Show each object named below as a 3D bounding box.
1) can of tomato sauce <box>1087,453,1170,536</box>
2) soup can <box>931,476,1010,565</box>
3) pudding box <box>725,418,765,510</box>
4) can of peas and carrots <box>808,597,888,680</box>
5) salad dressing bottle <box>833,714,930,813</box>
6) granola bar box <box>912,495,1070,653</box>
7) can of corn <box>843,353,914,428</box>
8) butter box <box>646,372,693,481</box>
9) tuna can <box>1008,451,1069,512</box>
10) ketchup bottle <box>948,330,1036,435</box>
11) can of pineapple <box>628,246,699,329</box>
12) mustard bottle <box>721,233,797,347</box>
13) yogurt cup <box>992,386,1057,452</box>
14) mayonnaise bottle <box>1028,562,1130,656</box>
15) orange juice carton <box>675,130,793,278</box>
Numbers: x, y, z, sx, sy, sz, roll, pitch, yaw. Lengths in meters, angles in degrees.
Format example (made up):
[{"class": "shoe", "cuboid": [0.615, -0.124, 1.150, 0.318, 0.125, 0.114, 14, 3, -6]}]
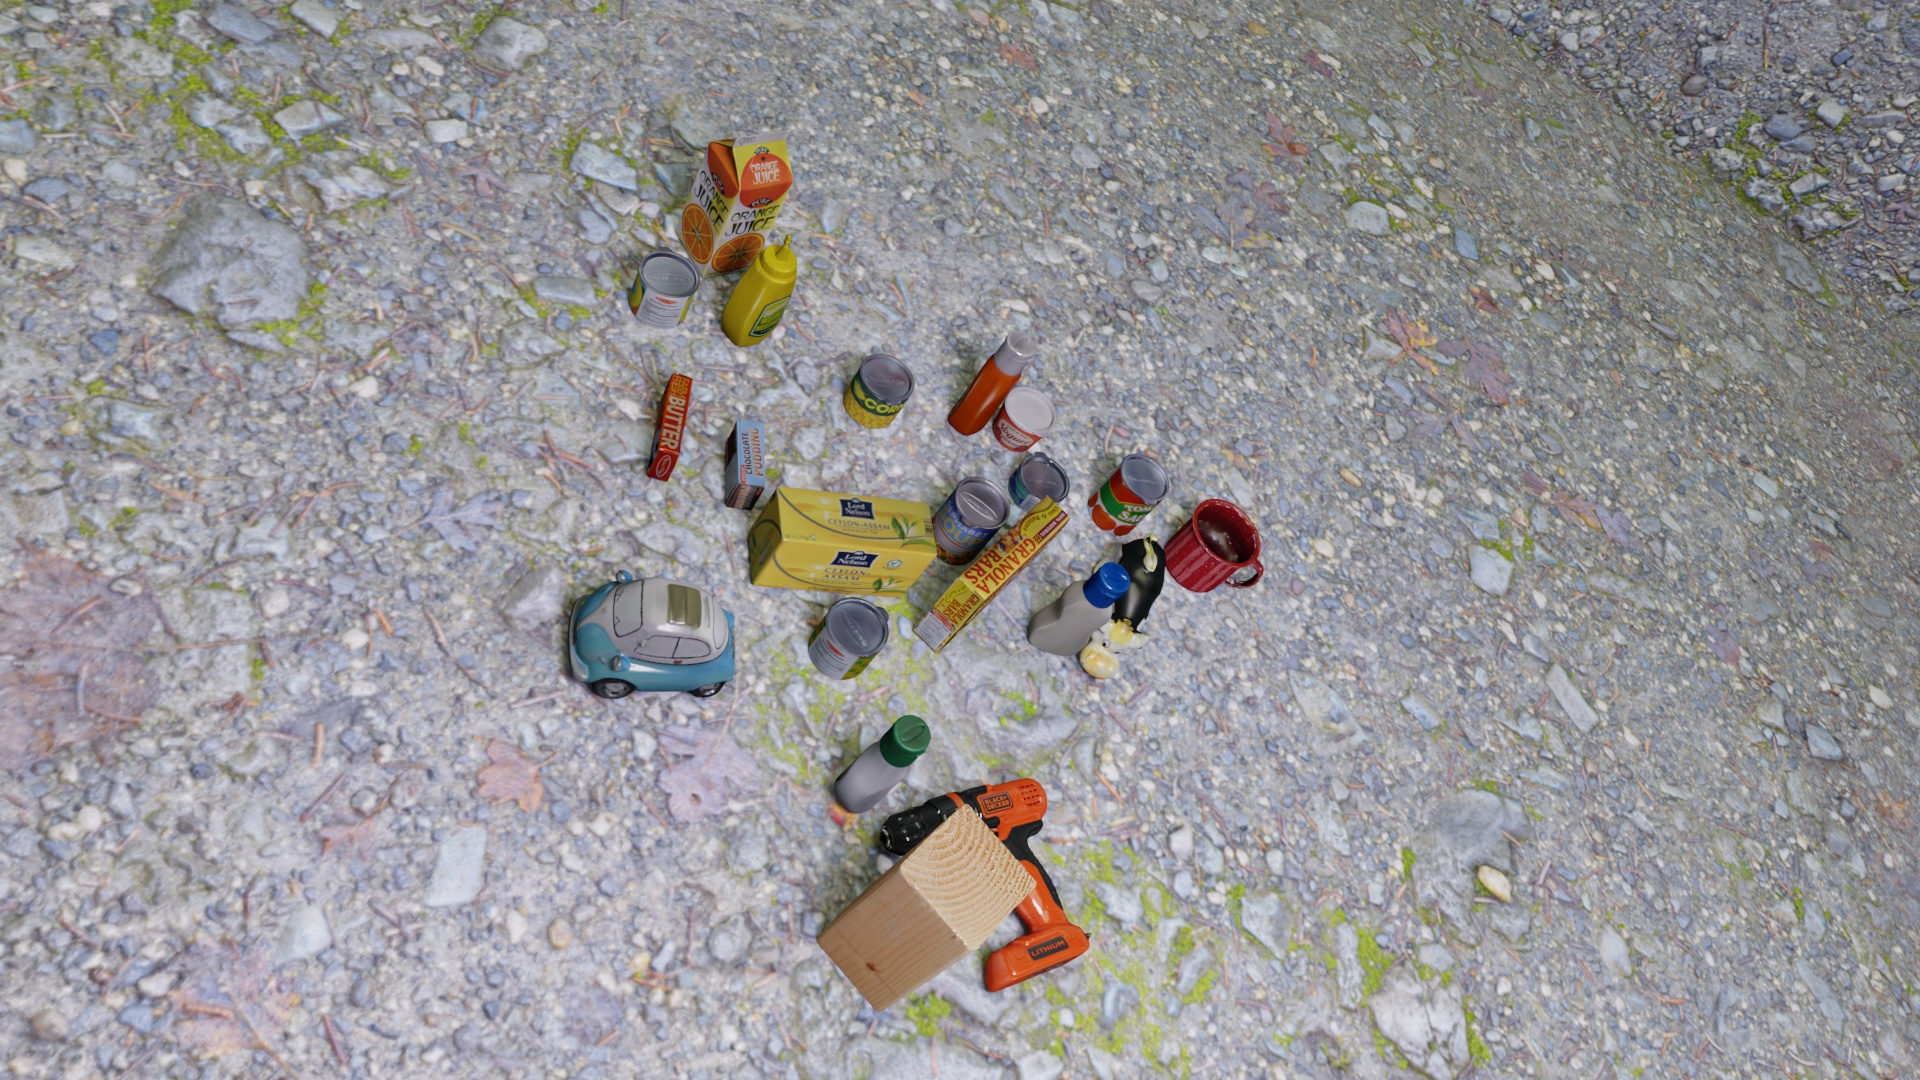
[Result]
[{"class": "can of tomato sauce", "cuboid": [0.199, -0.051, 1.639, 0.071, 0.082, 0.071, 14, 54, -20]}, {"class": "soup can", "cuboid": [0.005, -0.019, 1.514, 0.071, 0.083, 0.072, 14, 54, -20]}, {"class": "pudding box", "cuboid": [-0.226, -0.080, 1.453, 0.030, 0.049, 0.084, 8, 56, -23]}, {"class": "can of peas and carrots", "cuboid": [-0.111, 0.098, 1.392, 0.071, 0.058, 0.071, 14, 54, -20]}, {"class": "salad dressing bottle", "cuboid": [-0.071, 0.206, 1.284, 0.064, 0.147, 0.044, -26, 75, -38]}, {"class": "granola bar box", "cuboid": [0.034, 0.036, 1.467, 0.039, 0.123, 0.166, 44, 50, 4]}, {"class": "can of corn", "cuboid": [-0.093, -0.166, 1.575, 0.071, 0.058, 0.071, 14, 54, -20]}, {"class": "butter box", "cuboid": [-0.300, -0.118, 1.436, 0.024, 0.053, 0.104, 15, 54, -19]}, {"class": "tuna can", "cuboid": [0.091, -0.066, 1.624, 0.071, 0.032, 0.071, 14, 54, -20]}, {"class": "ketchup bottle", "cuboid": [0.039, -0.182, 1.597, 0.043, 0.148, 0.065, 41, 50, 1]}, {"class": "can of pineapple", "cuboid": [-0.325, -0.276, 1.523, 0.071, 0.057, 0.071, 14, 54, -20]}, {"class": "mustard bottle", "cuboid": [-0.213, -0.276, 1.517, 0.065, 0.159, 0.049, -34, 79, -39]}, {"class": "yogurt cup", "cuboid": [0.073, -0.141, 1.651, 0.072, 0.053, 0.073, 14, 54, -20]}, {"class": "mayonnaise bottle", "cuboid": [0.129, 0.073, 1.478, 0.065, 0.147, 0.041, 19, 53, -17]}, {"class": "orange juice carton", "cuboid": [-0.248, -0.385, 1.548, 0.072, 0.191, 0.073, -21, 71, -36]}]
